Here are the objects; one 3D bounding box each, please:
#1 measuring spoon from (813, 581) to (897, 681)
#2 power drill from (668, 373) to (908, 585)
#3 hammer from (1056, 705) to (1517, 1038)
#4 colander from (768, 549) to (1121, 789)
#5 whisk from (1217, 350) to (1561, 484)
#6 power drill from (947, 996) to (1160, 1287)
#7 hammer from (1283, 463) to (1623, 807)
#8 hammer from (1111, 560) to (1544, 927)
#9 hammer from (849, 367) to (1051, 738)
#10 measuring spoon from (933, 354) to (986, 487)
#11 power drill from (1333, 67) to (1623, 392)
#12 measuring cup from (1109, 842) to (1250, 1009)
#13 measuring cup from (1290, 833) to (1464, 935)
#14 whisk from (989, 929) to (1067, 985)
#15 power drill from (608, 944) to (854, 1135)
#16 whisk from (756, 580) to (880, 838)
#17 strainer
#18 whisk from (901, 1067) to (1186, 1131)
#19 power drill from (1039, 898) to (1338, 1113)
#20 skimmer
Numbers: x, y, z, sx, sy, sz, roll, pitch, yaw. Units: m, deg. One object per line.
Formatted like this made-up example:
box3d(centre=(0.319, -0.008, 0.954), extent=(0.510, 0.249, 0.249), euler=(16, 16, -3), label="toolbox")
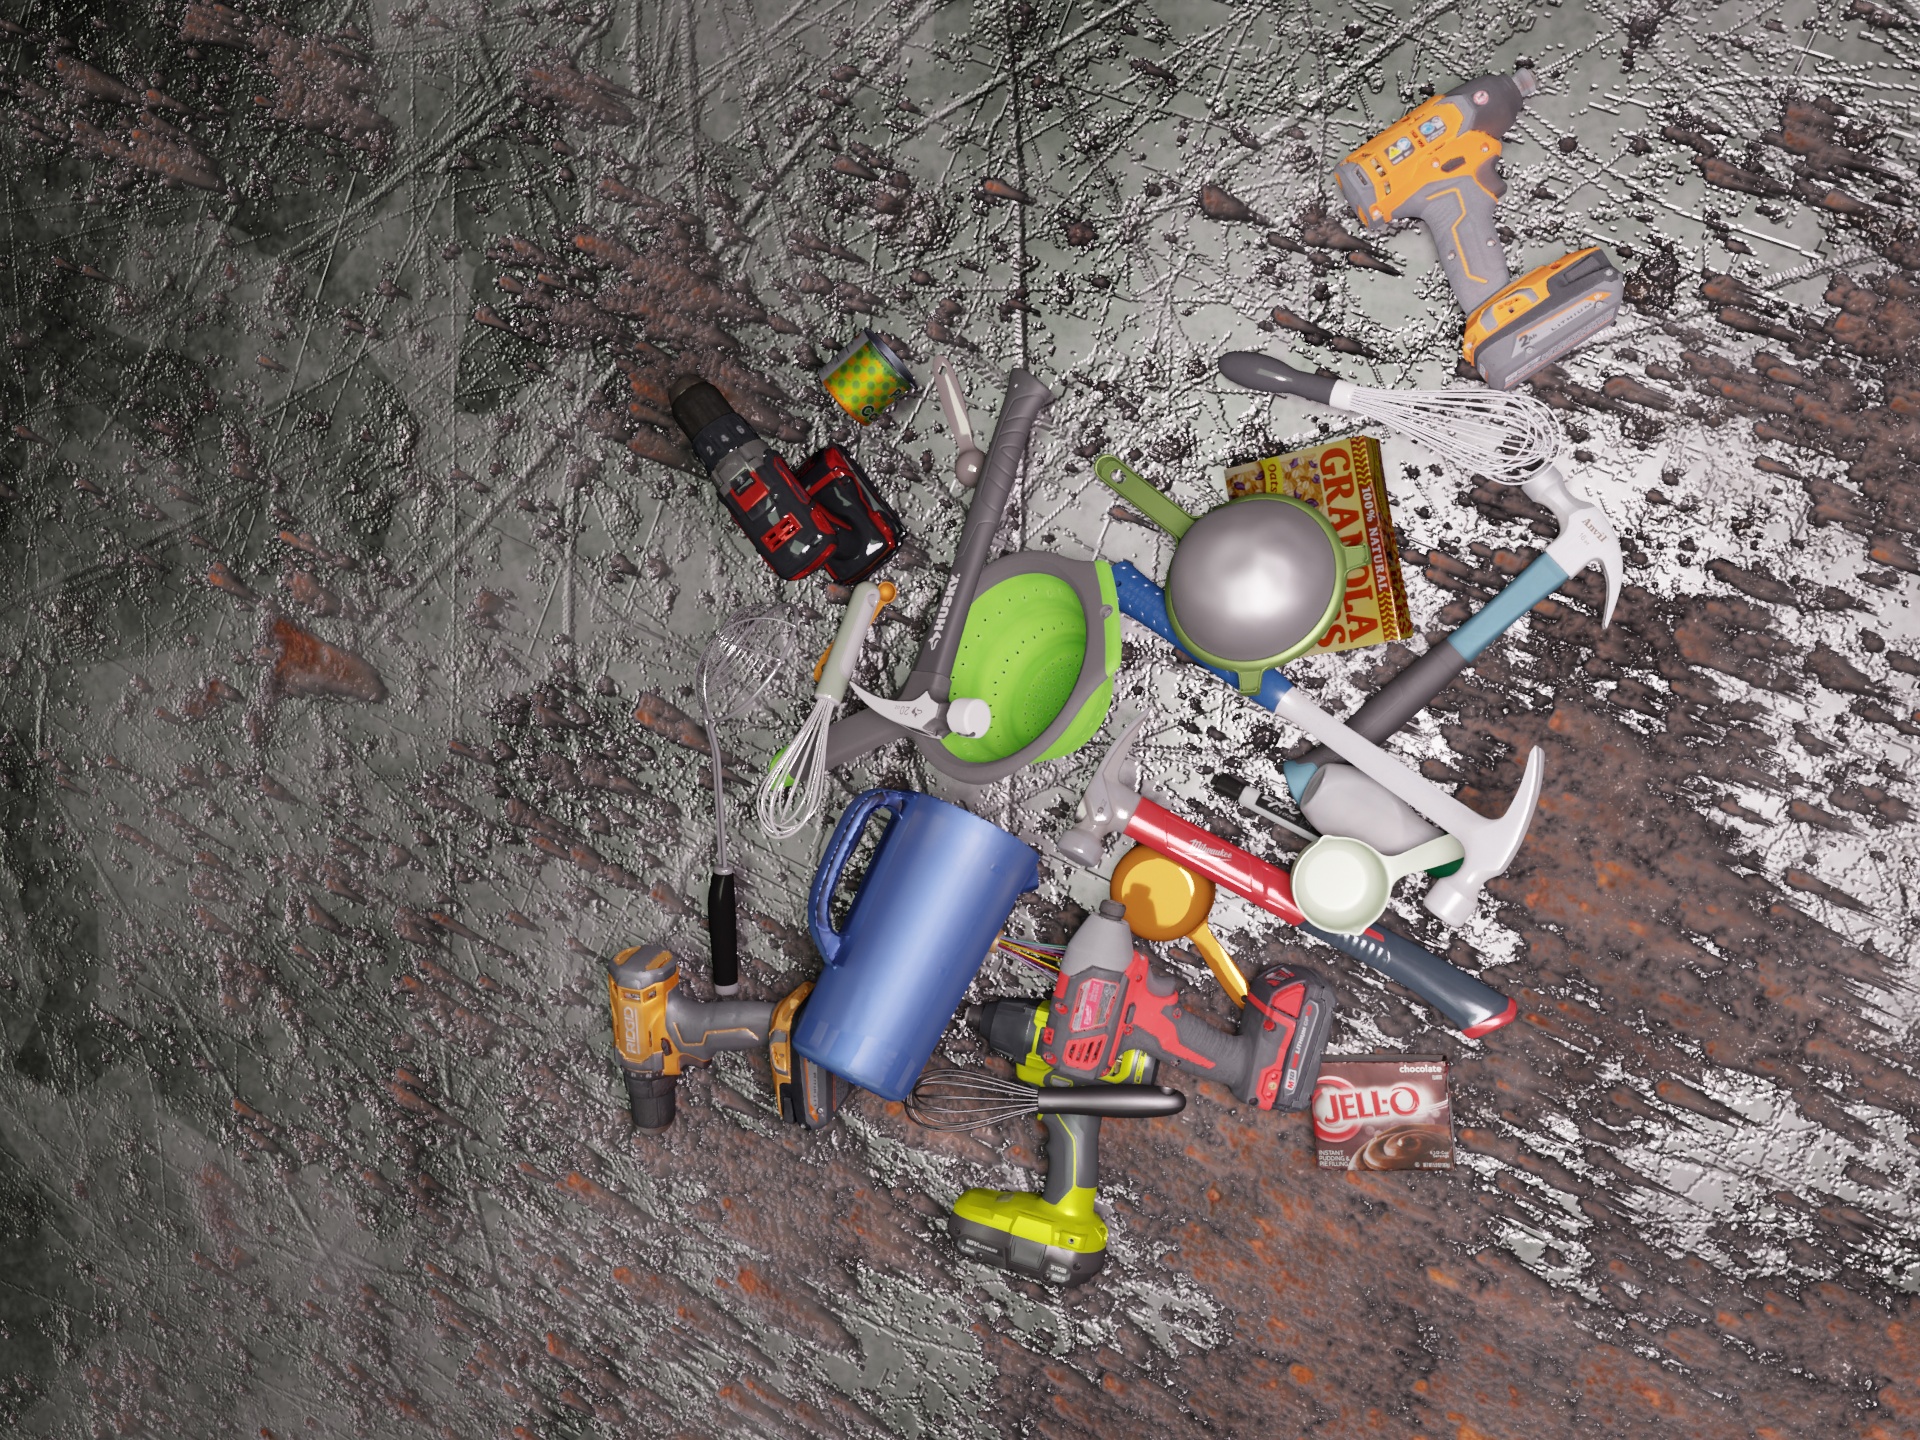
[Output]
box3d(centre=(-0.095, -0.079, 1.446), extent=(0.021, 0.011, 0.117), euler=(45, 106, 16), label="measuring spoon")
box3d(centre=(-0.148, -0.199, 1.342), extent=(0.080, 0.226, 0.188), euler=(-39, 82, 14), label="power drill")
box3d(centre=(0.280, 0.135, 1.301), extent=(0.386, 0.038, 0.143), euler=(28, 77, 4), label="hammer")
box3d(centre=(-0.002, -0.004, 1.380), extent=(0.397, 0.094, 0.205), euler=(-24, 54, 33), label="colander")
box3d(centre=(0.340, -0.254, 1.286), extent=(0.285, 0.070, 0.070), euler=(21, 97, 22), label="whisk")
box3d(centre=(0.070, 0.356, 1.377), extent=(0.171, 0.080, 0.223), euler=(12, 91, 15), label="power drill")
box3d(centre=(0.391, -0.048, 1.290), extent=(0.331, 0.033, 0.128), euler=(-43, 79, 13), label="hammer")
box3d(centre=(0.270, -0.015, 1.262), extent=(0.406, 0.035, 0.144), euler=(39, 100, 30), label="hammer")
box3d(centre=(0.007, -0.147, 1.350), extent=(0.146, 0.035, 0.335), euler=(6, 73, 44), label="hammer")
box3d(centre=(-0.004, -0.266, 1.407), extent=(0.034, 0.018, 0.124), euler=(-18, 86, 16), label="measuring spoon")
box3d(centre=(0.421, -0.392, 1.247), extent=(0.164, 0.084, 0.226), euler=(-33, 79, 14), label="power drill")
box3d(centre=(0.194, 0.178, 1.343), extent=(0.095, 0.052, 0.174), euler=(-38, 79, 14), label="measuring cup")
box3d(centre=(0.341, 0.113, 1.255), extent=(0.167, 0.038, 0.083), euler=(-20, 91, 2), label="measuring cup")
box3d(centre=(0.054, 0.200, 1.392), extent=(0.245, 0.047, 0.051), euler=(19, 98, 18), label="whisk")
box3d(centre=(-0.213, 0.309, 1.449), extent=(0.226, 0.084, 0.185), euler=(7, 111, 17), label="power drill")
box3d(centre=(-0.119, -0.011, 1.391), extent=(0.059, 0.057, 0.246), euler=(8, 71, 38), label="whisk")
box3d(centre=(0.190, -0.150, 1.279), extent=(0.151, 0.069, 0.257), euler=(-50, 61, 7), label="strainer")
box3d(centre=(0.067, 0.316, 1.321), extent=(0.239, 0.055, 0.055), euler=(-2, 91, 10), label="whisk")
box3d(centre=(0.183, 0.233, 1.293), extent=(0.219, 0.078, 0.143), euler=(13, 92, -8), label="power drill")
box3d(centre=(-0.191, 0.074, 1.452), extent=(0.090, 0.127, 0.363), euler=(-6, 105, -24), label="skimmer")
